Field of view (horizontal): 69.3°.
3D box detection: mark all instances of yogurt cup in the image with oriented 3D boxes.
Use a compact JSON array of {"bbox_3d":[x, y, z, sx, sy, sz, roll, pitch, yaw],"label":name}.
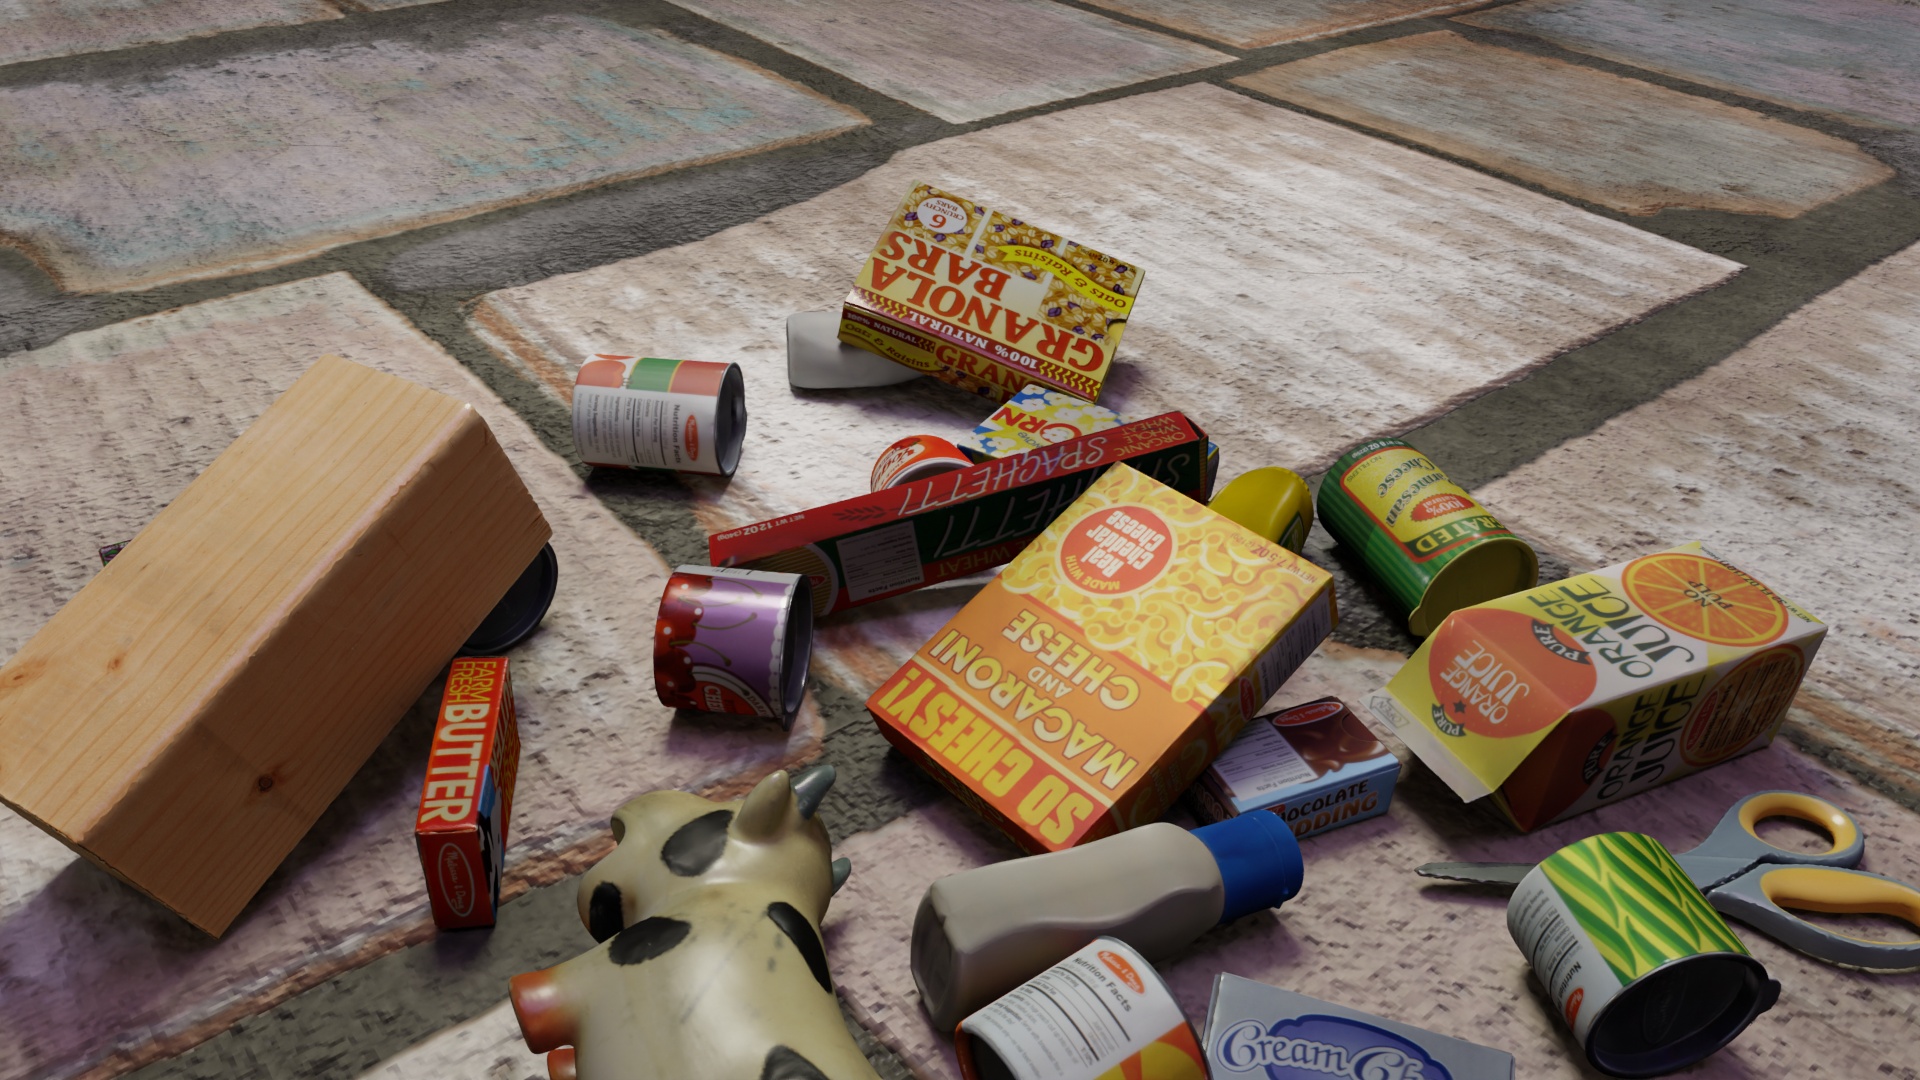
[{"bbox_3d":[-0.017,-0.021,0.734,0.072,0.072,0.054,-6,27,-11],"label":"yogurt cup"}]

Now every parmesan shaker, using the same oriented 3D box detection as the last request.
[{"bbox_3d":[0.234,0.000,0.715,0.071,0.071,0.103,-9,36,-16],"label":"parmesan shaker"}]

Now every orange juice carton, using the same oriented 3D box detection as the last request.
[{"bbox_3d":[0.275,0.067,0.612,0.193,0.072,0.072,-13,37,-20],"label":"orange juice carton"}]

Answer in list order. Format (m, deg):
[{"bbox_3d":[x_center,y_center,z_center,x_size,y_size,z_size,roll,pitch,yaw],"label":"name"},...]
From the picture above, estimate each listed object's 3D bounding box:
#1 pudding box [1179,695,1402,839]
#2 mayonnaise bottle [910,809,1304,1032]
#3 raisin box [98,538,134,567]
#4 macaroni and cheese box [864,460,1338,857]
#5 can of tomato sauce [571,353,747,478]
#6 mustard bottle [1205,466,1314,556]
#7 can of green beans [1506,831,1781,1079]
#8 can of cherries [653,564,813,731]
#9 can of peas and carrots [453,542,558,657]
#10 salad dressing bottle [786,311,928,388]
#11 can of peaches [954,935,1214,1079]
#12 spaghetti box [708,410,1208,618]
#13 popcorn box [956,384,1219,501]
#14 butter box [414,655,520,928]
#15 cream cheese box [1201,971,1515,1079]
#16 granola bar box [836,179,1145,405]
[{"bbox_3d":[0.139,0.100,0.593,0.084,0.030,0.050,-12,36,-20],"label":"pudding box"},{"bbox_3d":[0.057,0.134,0.513,0.148,0.064,0.041,-10,46,-24],"label":"mayonnaise bottle"},{"bbox_3d":[-0.343,0.034,0.653,0.086,0.039,0.124,-19,40,-30],"label":"raisin box"},{"bbox_3d":[0.061,0.053,0.598,0.167,0.040,0.124,-43,49,-18],"label":"macaroni and cheese box"},{"bbox_3d":[-0.171,-0.072,0.797,0.083,0.070,0.071,4,34,4],"label":"can of tomato sauce"},{"bbox_3d":[0.152,-0.002,0.715,0.049,0.065,0.161,12,32,22],"label":"mustard bottle"},{"bbox_3d":[0.240,0.148,0.498,0.071,0.071,0.058,-4,34,-9],"label":"can of green beans"},{"bbox_3d":[-0.101,0.048,0.626,0.058,0.071,0.072,5,34,4],"label":"can of cherries"},{"bbox_3d":[-0.239,0.016,0.664,0.059,0.070,0.071,25,40,30],"label":"can of peas and carrots"},{"bbox_3d":[-0.038,-0.125,0.902,0.148,0.043,0.064,-2,33,-10],"label":"salad dressing bottle"},{"bbox_3d":[0.039,0.173,0.448,0.058,0.071,0.071,-23,41,-25],"label":"can of peaches"},{"bbox_3d":[0.002,-0.009,0.690,0.250,0.050,0.029,-16,41,-8],"label":"spaghetti box"},{"bbox_3d":[0.071,-0.039,0.786,0.127,0.038,0.085,21,40,25],"label":"popcorn box"},{"bbox_3d":[-0.195,0.098,0.556,0.024,0.052,0.104,-2,34,-10],"label":"butter box"},{"bbox_3d":[0.132,0.187,0.470,0.104,0.024,0.054,12,35,14],"label":"cream cheese box"},{"bbox_3d":[0.022,-0.150,0.878,0.165,0.038,0.125,22,55,2],"label":"granola bar box"}]
